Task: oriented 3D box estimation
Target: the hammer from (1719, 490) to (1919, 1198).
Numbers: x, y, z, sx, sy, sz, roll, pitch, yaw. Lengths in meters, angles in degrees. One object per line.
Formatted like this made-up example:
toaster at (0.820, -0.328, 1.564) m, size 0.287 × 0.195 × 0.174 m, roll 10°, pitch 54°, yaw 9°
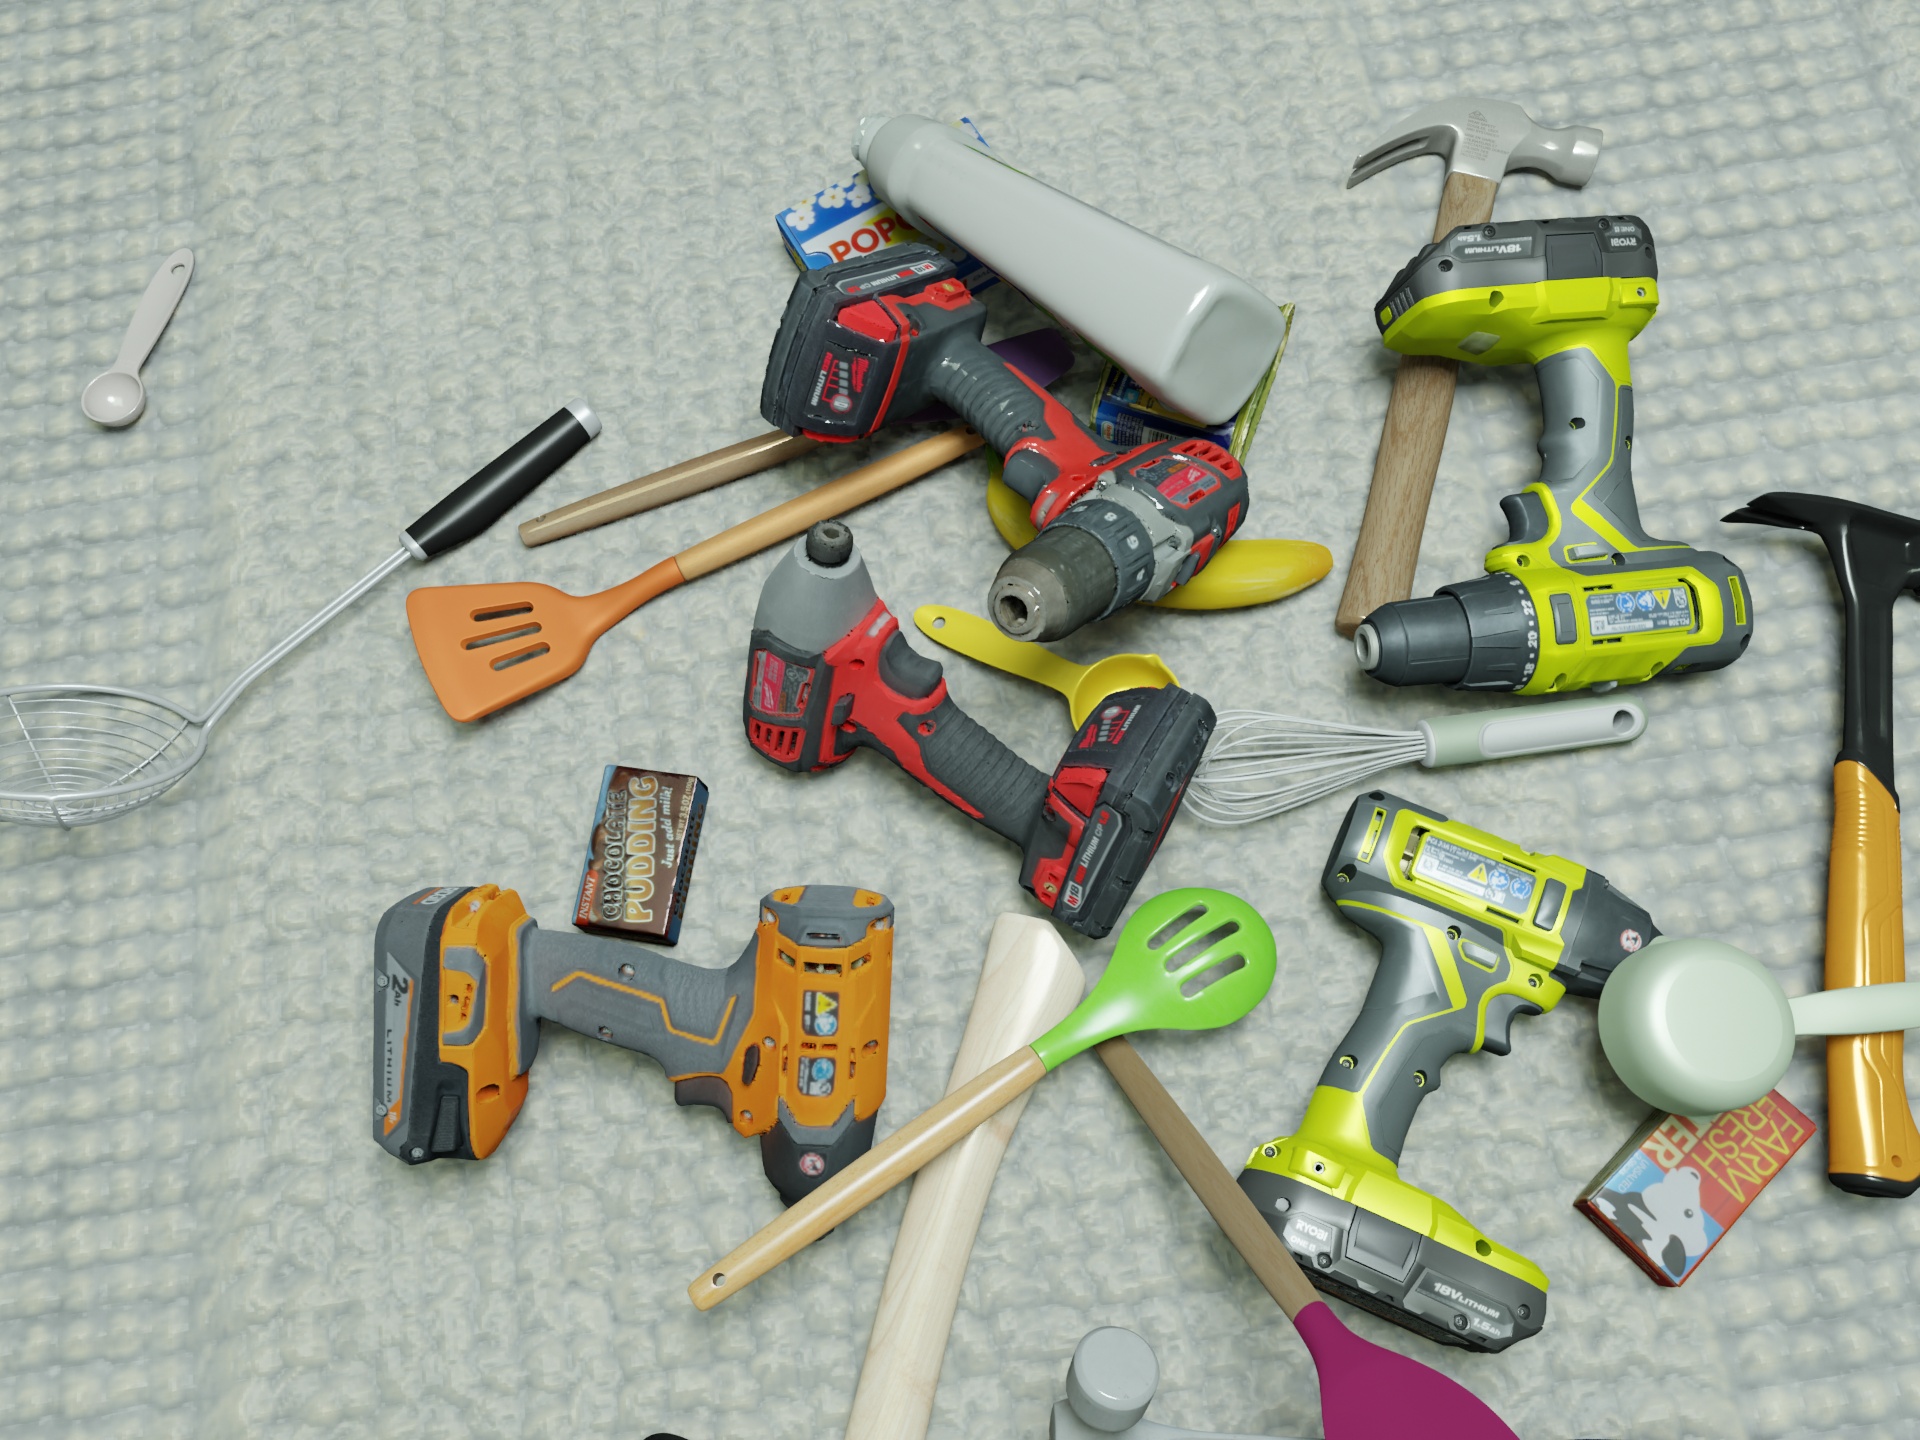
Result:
hammer at (0.425, 0.052, 0.757) m, size 0.127 × 0.034 × 0.337 m, roll 13°, pitch 72°, yaw -10°

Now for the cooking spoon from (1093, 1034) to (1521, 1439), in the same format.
cooking spoon at (0.128, 0.223, 0.650) m, size 0.069 × 0.017 × 0.319 m, roll -24°, pitch 38°, yaw -13°

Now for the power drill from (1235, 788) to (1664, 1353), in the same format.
power drill at (0.228, 0.161, 0.728) m, size 0.171 × 0.080 × 0.223 m, roll 22°, pitch 72°, yaw 9°

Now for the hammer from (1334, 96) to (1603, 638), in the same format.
hammer at (0.253, -0.197, 0.862) m, size 0.130 × 0.031 × 0.331 m, roll 15°, pitch 74°, yaw 7°

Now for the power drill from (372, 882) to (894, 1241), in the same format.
power drill at (-0.146, 0.156, 0.734) m, size 0.226 × 0.084 × 0.164 m, roll 2°, pitch 96°, yaw 0°

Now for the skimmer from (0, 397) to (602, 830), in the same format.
skimmer at (-0.348, -0.072, 0.817) m, size 0.363 × 0.090 × 0.127 m, roll -41°, pitch 44°, yaw -12°

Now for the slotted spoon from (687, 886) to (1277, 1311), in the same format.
slotted spoon at (0.015, 0.169, 0.718) m, size 0.314 × 0.031 × 0.070 m, roll -32°, pitch 67°, yaw -13°

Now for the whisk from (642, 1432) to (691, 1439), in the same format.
whisk at (-0.009, 0.369, 0.640) m, size 0.296 × 0.073 × 0.073 m, roll 23°, pitch 75°, yaw 17°

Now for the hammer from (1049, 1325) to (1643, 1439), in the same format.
hammer at (0.236, 0.315, 0.669) m, size 0.405 × 0.144 × 0.035 m, roll 5°, pitch 41°, yaw -5°

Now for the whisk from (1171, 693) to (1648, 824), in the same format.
whisk at (0.223, 0.013, 0.790) m, size 0.246 × 0.059 × 0.058 m, roll -7°, pitch 99°, yaw -5°

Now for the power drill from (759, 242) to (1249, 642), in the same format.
power drill at (0.012, -0.128, 0.755) m, size 0.227 × 0.080 × 0.188 m, roll 37°, pitch 40°, yaw 15°

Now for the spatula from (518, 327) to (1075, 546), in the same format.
spatula at (-0.089, -0.152, 0.866) m, size 0.316 × 0.018 × 0.060 m, roll -19°, pitch 46°, yaw -2°

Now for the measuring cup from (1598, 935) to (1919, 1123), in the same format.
measuring cup at (0.366, 0.128, 0.692) m, size 0.167 × 0.038 × 0.083 m, roll -5°, pitch 74°, yaw -3°

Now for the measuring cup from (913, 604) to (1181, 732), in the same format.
measuring cup at (0.044, -0.023, 0.824) m, size 0.157 × 0.029 × 0.062 m, roll 25°, pitch 75°, yaw 22°

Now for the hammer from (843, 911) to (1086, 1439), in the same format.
hammer at (-0.033, 0.284, 0.719) m, size 0.146 × 0.038 × 0.411 m, roll 15°, pitch 73°, yaw 8°

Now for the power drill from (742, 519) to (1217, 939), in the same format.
power drill at (-0.001, -0.002, 0.750) m, size 0.220 × 0.143 × 0.078 m, roll 27°, pitch 48°, yaw 11°

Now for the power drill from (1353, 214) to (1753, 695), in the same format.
power drill at (0.279, -0.124, 0.792) m, size 0.190 × 0.080 × 0.228 m, roll -6°, pitch 84°, yaw -8°

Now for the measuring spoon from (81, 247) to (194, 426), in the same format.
measuring spoon at (-0.464, -0.218, 0.911) m, size 0.034 × 0.018 × 0.124 m, roll 10°, pitch 66°, yaw 6°

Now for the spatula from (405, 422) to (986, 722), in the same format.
spatula at (-0.127, -0.093, 0.837) m, size 0.322 × 0.041 × 0.081 m, roll -25°, pitch 72°, yaw -3°
